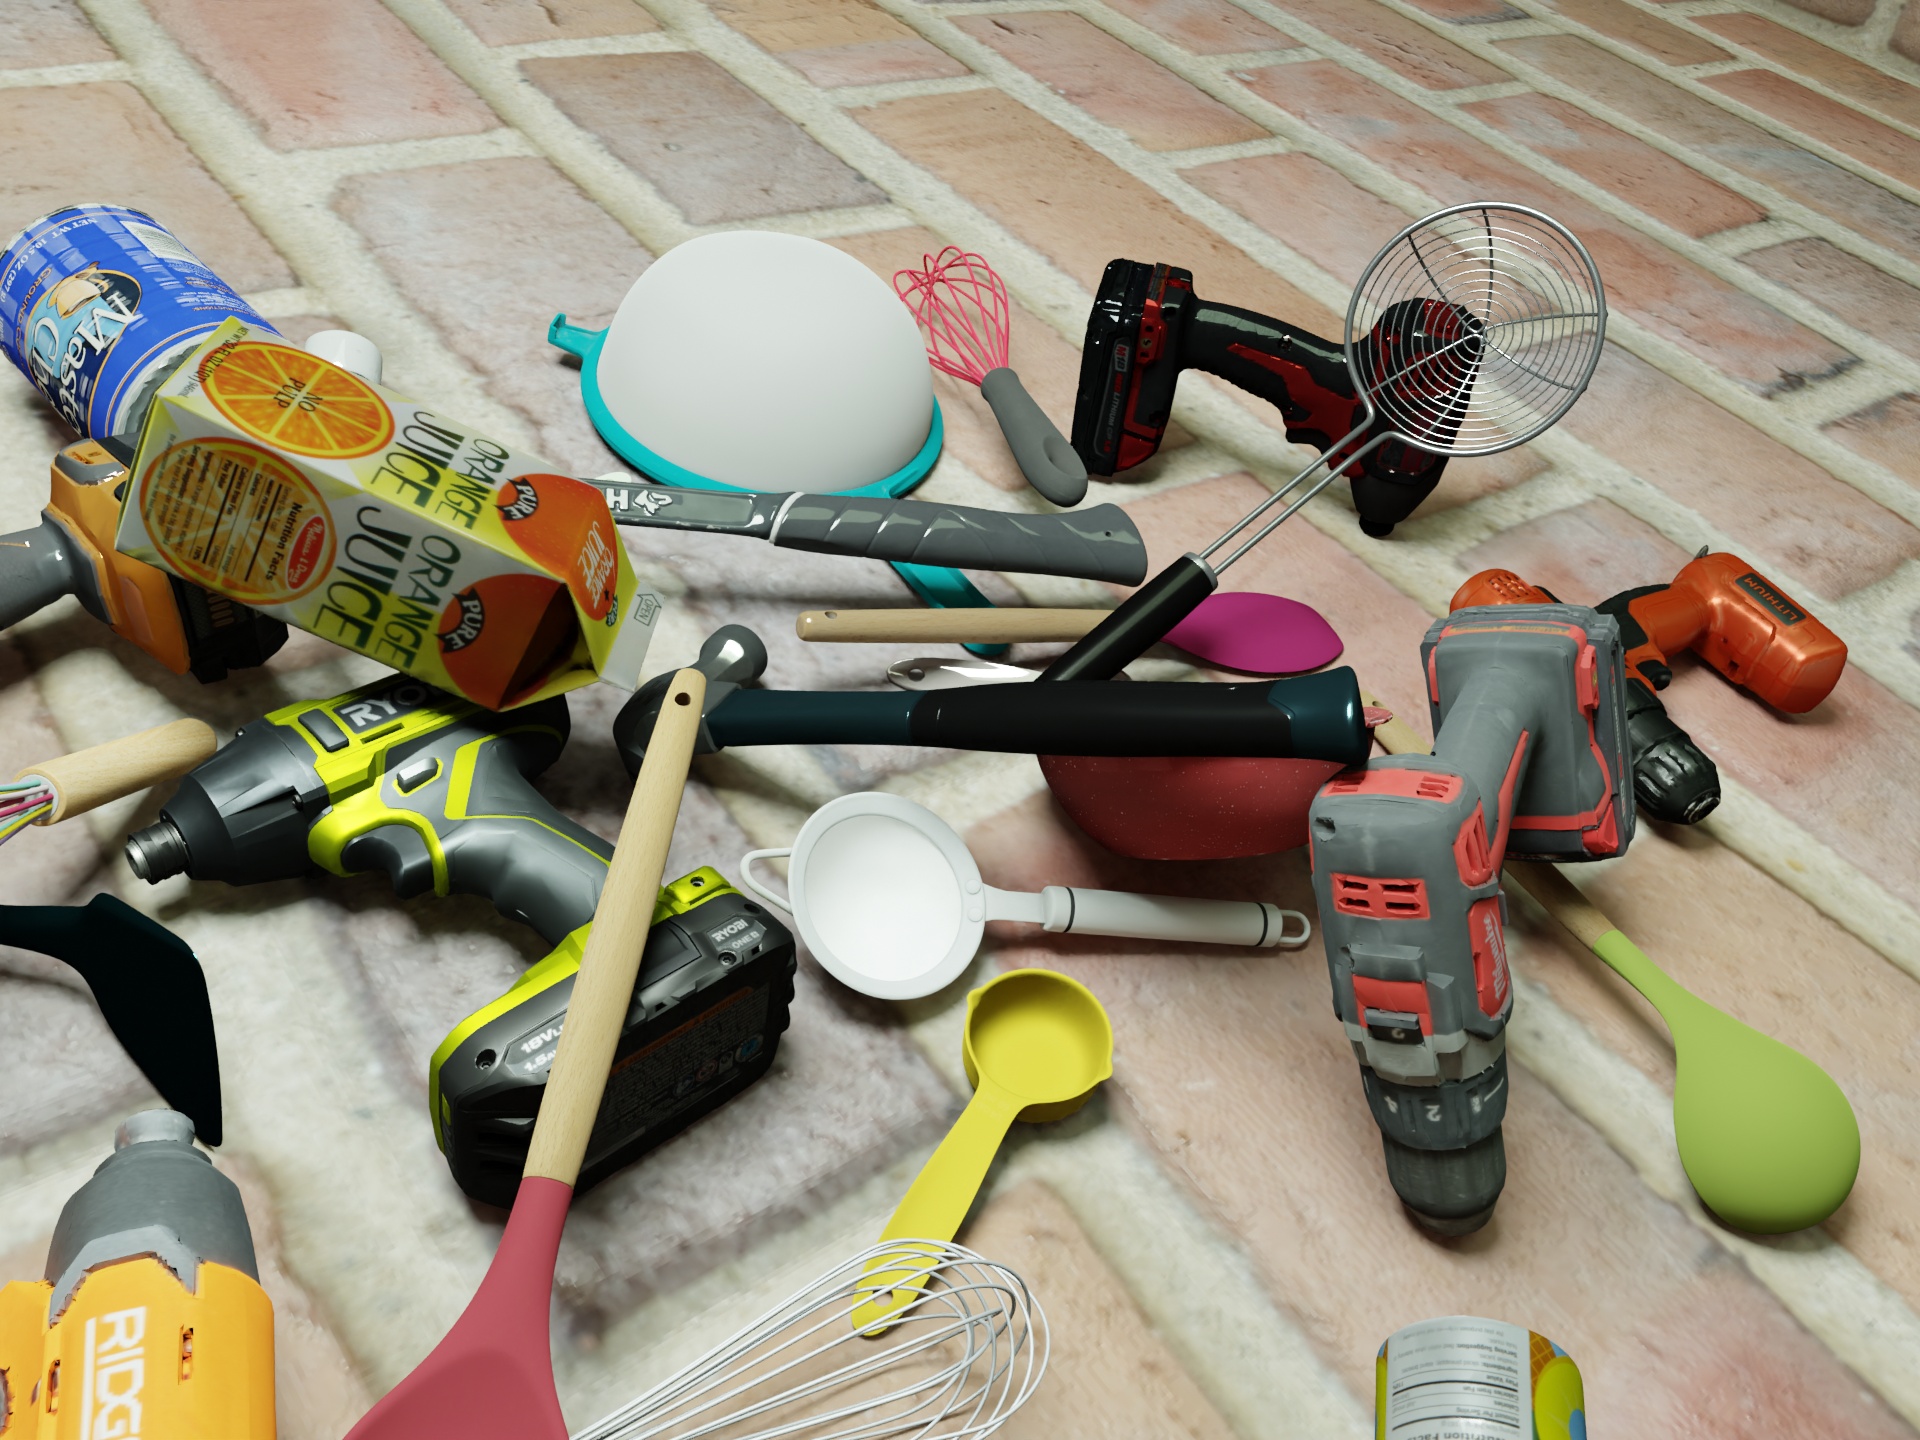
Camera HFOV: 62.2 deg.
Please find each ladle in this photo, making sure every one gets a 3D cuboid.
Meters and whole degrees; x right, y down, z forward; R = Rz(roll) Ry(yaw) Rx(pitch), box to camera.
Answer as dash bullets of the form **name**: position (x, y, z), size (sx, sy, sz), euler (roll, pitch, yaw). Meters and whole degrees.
- **ladle**: position (0.271, 0.092, 0.722), size (0.078, 0.062, 0.321), euler (-10, 40, -23)
- **ladle**: position (-0.118, 0.113, 0.476), size (0.069, 0.031, 0.316), euler (15, 56, -7)

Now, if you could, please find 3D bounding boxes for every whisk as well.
- **whisk**: position (-0.104, 0.217, 0.458), size (0.284, 0.070, 0.070), euler (-13, 48, -21)
- **whisk**: position (-0.330, 0.028, 0.537), size (0.047, 0.051, 0.245), euler (2, 11, 6)
- **whisk**: position (0.018, -0.206, 0.935), size (0.073, 0.073, 0.296), euler (-2, 38, -18)

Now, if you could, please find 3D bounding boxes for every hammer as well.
- **hammer**: position (-0.001, -0.002, 0.629), size (0.331, 0.033, 0.128), euler (0, 30, 31)
- **hammer**: position (-0.102, -0.095, 0.759), size (0.408, 0.036, 0.149), euler (3, 64, -16)

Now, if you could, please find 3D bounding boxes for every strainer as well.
- **strainer**: position (0.031, 0.080, 0.660), size (0.258, 0.050, 0.087), euler (7, 63, -18)
- **strainer**: position (-0.068, -0.173, 0.866), size (0.211, 0.095, 0.341), euler (-19, 53, -32)

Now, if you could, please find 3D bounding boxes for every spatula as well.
- **spatula**: position (-0.387, 0.065, 0.549), size (0.317, 0.082, 0.044), euler (13, 29, 7)

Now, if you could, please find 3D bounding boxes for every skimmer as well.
- **skimmer**: position (0.166, -0.120, 0.778), size (0.363, 0.090, 0.127), euler (-39, 79, -17)

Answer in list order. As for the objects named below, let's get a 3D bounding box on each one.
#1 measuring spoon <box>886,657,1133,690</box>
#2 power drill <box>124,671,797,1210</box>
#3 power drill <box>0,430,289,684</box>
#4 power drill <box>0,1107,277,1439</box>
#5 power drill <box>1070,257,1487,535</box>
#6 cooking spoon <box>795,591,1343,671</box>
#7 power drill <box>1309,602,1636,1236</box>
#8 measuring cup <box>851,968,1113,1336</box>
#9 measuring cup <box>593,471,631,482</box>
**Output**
- **measuring spoon**: position (0.025, -0.015, 0.783), size (0.124, 0.018, 0.034), euler (7, 61, 1)
- **power drill**: position (-0.183, 0.065, 0.590), size (0.171, 0.080, 0.223), euler (-27, 52, -37)
- **power drill**: position (-0.383, -0.032, 0.609), size (0.226, 0.084, 0.185), euler (-26, 41, -36)
- **power drill**: position (-0.291, 0.187, 0.397), size (0.226, 0.084, 0.164), euler (-10, 45, -15)
- **power drill**: position (0.180, -0.185, 0.929), size (0.219, 0.143, 0.079), euler (11, 42, 6)
- **cooking spoon**: position (0.066, -0.048, 0.806), size (0.318, 0.017, 0.069), euler (-2, 42, -28)
- **power drill**: position (0.205, 0.069, 0.629), size (0.080, 0.187, 0.227), euler (1, 26, 33)
- **measuring cup**: position (0.004, 0.159, 0.582), size (0.062, 0.029, 0.156), euler (27, 54, 14)
- **measuring cup**: position (-0.224, -0.100, 0.785), size (0.083, 0.038, 0.167), euler (32, 46, 19)
